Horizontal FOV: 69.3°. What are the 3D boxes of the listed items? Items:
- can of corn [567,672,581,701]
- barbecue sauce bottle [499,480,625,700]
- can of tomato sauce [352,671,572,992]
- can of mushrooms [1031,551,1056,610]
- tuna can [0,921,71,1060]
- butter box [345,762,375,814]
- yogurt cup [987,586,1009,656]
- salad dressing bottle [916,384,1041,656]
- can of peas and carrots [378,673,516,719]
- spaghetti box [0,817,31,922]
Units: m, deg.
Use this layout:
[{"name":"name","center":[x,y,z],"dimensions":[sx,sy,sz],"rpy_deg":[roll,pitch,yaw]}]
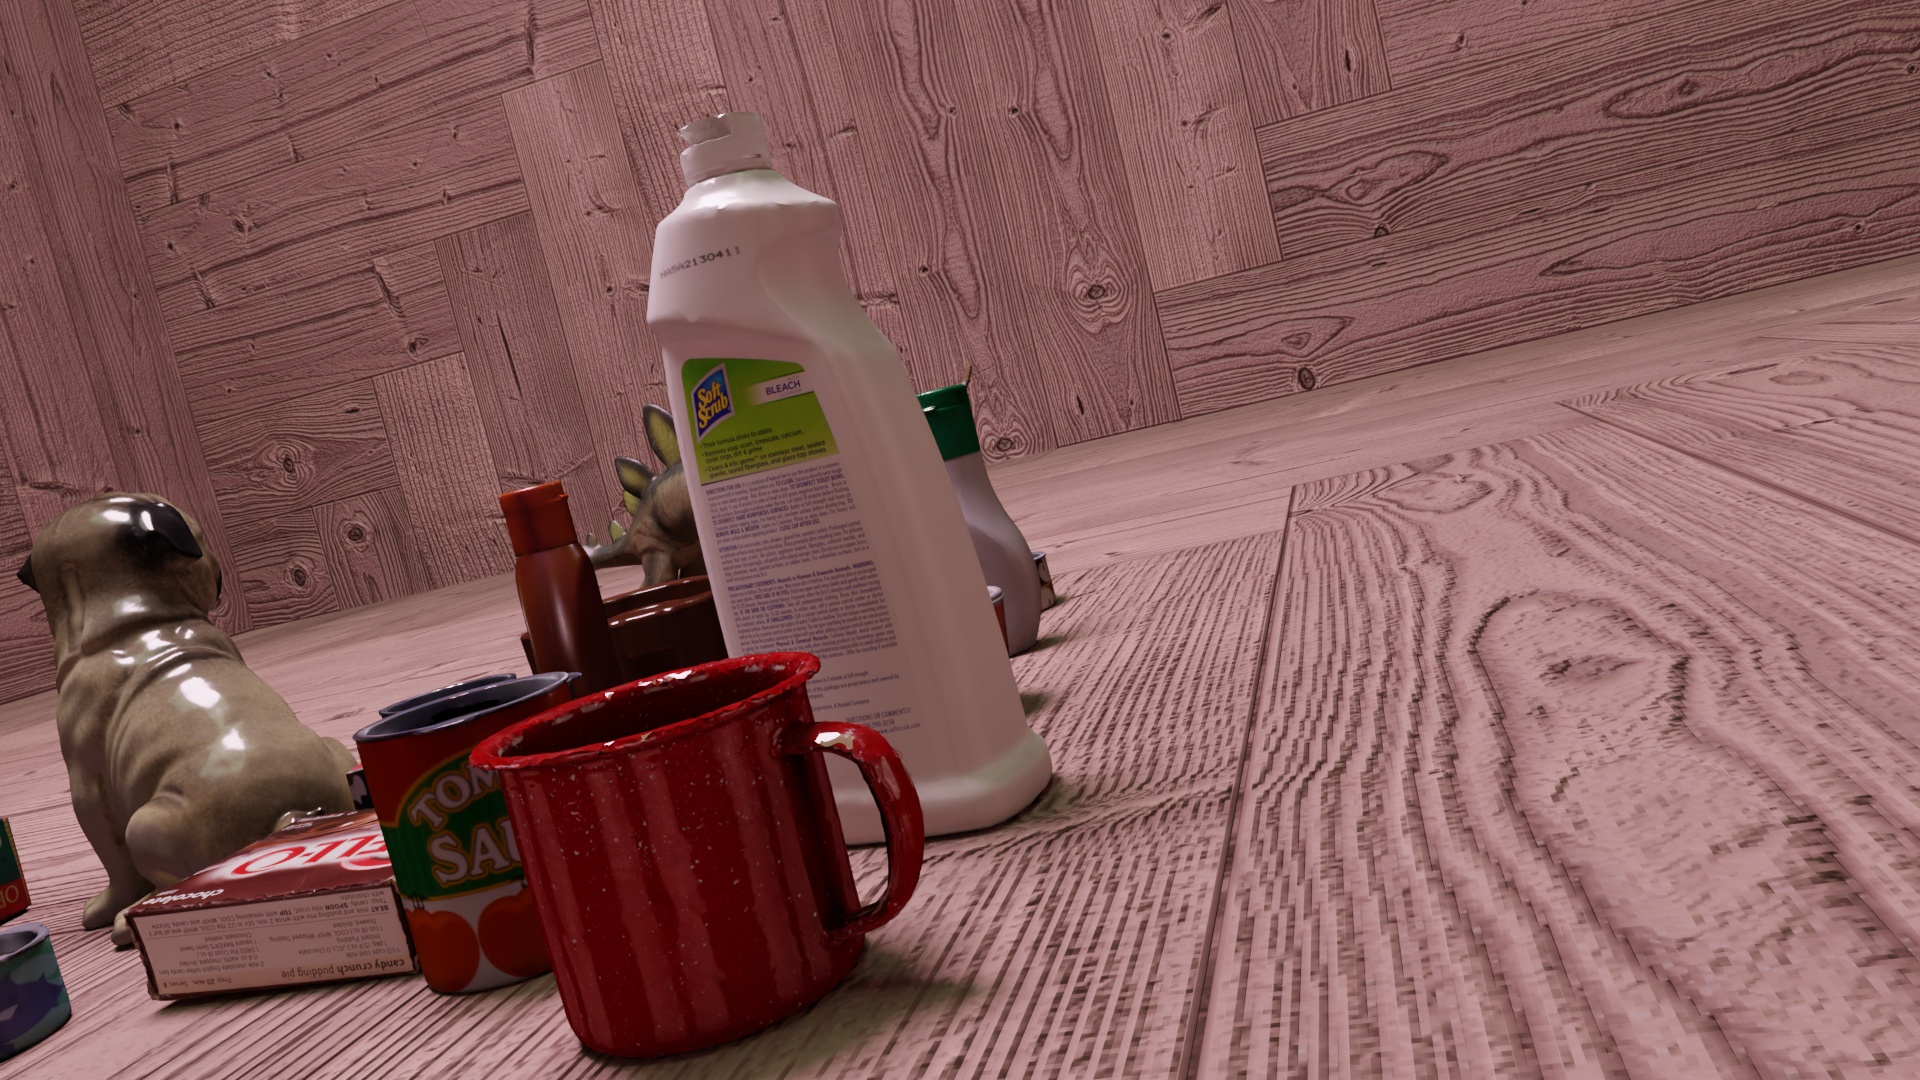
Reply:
[{"name":"can of corn","center":[-0.201,0.098,0.632],"dimensions":[0.071,0.058,0.071],"rpy_deg":[-13,5,1]},{"name":"barbecue sauce bottle","center":[-0.233,0.040,0.817],"dimensions":[0.044,0.148,0.065],"rpy_deg":[-13,5,3]},{"name":"can of tomato sauce","center":[-0.147,0.091,0.443],"dimensions":[0.071,0.083,0.071],"rpy_deg":[-13,5,1]},{"name":"can of mushrooms","center":[0.025,0.031,0.880],"dimensions":[0.071,0.033,0.071],"rpy_deg":[-13,6,1]},{"name":"tuna can","center":[-0.347,0.162,0.481],"dimensions":[0.071,0.033,0.071],"rpy_deg":[-13,6,1]},{"name":"butter box","center":[-0.192,0.104,0.571],"dimensions":[0.103,0.053,0.024],"rpy_deg":[-14,5,-6]},{"name":"yogurt cup","center":[-0.008,0.055,0.624],"dimensions":[0.072,0.054,0.072],"rpy_deg":[-13,5,1]},{"name":"salad dressing bottle","center":[0.003,-0.009,0.752],"dimensions":[0.064,0.147,0.044],"rpy_deg":[-12,5,20]},{"name":"can of peas and carrots","center":[-0.245,0.103,0.687],"dimensions":[0.071,0.058,0.071],"rpy_deg":[-13,5,1]},{"name":"spaghetti box","center":[-0.489,0.177,0.575],"dimensions":[0.029,0.050,0.250],"rpy_deg":[-13,6,4]}]
